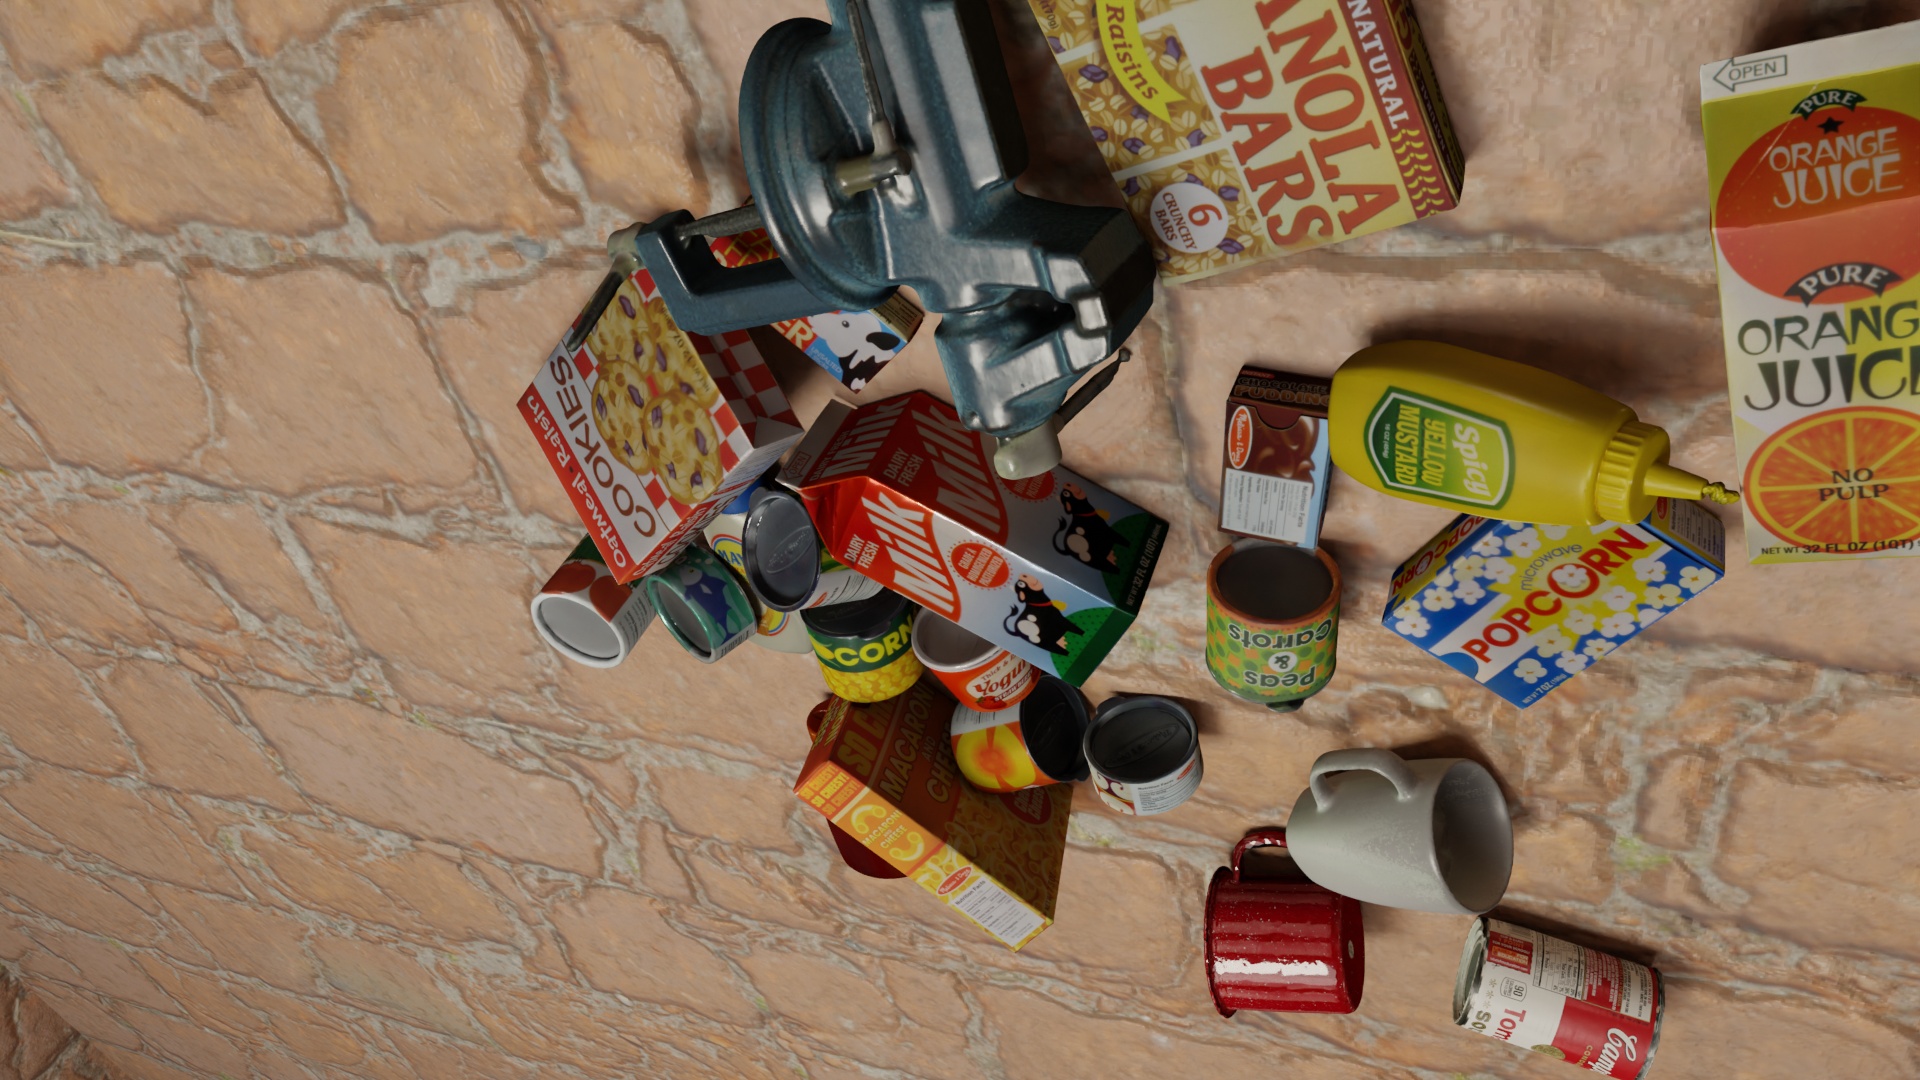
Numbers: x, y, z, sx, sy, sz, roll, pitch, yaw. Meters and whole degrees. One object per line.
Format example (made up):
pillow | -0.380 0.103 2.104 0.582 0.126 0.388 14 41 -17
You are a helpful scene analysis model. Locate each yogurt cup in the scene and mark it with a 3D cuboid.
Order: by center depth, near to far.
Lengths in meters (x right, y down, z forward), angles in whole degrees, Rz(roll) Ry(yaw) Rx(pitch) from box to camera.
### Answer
yogurt cup | 0.013 0.061 0.795 0.072 0.073 0.053 -2 138 28

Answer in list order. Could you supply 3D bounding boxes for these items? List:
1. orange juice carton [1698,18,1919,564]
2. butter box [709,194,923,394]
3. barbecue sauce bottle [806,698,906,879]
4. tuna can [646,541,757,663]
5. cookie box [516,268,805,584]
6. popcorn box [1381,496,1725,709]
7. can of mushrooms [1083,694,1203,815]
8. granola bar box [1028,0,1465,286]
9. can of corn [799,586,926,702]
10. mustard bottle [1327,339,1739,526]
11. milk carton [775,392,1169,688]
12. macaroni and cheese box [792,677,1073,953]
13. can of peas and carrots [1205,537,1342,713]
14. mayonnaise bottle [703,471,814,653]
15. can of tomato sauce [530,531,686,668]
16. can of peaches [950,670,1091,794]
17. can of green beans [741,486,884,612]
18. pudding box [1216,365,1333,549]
orange juice carton | 0.310 -0.087 0.491 0.072 0.073 0.192 -5 128 31
butter box | -0.074 -0.124 0.687 0.103 0.024 0.053 39 136 -12
barbecue sauce bottle | -0.069 0.172 0.957 0.065 0.044 0.147 4 132 24
tuna can | -0.156 0.037 0.828 0.071 0.033 0.070 36 148 27
cookie box | -0.165 -0.066 0.743 0.166 0.040 0.123 -37 81 45
popcorn box | 0.268 0.016 0.637 0.085 0.038 0.126 30 137 -5
can of mushrooms | 0.106 0.123 0.806 0.071 0.071 0.033 3 133 24
granola bar box | 0.104 -0.186 0.525 0.124 0.039 0.165 -11 126 34
can of corn | -0.055 0.054 0.816 0.071 0.071 0.058 6 134 22
mustard bottle | 0.227 -0.038 0.560 0.160 0.049 0.065 20 130 42
milk carton | 0.003 -0.009 0.723 0.190 0.073 0.073 29 138 -1
macaroni and cheese box | -0.010 0.153 0.848 0.166 0.124 0.040 38 118 -11
can of peas and carrots | 0.156 0.041 0.694 0.071 0.071 0.058 9 134 19
mayonnaise bottle | -0.120 0.001 0.819 0.065 0.041 0.147 13 136 27
can of tomato sauce | -0.218 0.028 0.863 0.071 0.083 0.070 14 136 15
can of peaches | 0.038 0.118 0.832 0.058 0.071 0.071 -20 120 40
can of green beans | -0.078 0.003 0.768 0.071 0.058 0.071 6 100 42
pudding box | 0.150 -0.038 0.652 0.050 0.030 0.083 12 135 18
